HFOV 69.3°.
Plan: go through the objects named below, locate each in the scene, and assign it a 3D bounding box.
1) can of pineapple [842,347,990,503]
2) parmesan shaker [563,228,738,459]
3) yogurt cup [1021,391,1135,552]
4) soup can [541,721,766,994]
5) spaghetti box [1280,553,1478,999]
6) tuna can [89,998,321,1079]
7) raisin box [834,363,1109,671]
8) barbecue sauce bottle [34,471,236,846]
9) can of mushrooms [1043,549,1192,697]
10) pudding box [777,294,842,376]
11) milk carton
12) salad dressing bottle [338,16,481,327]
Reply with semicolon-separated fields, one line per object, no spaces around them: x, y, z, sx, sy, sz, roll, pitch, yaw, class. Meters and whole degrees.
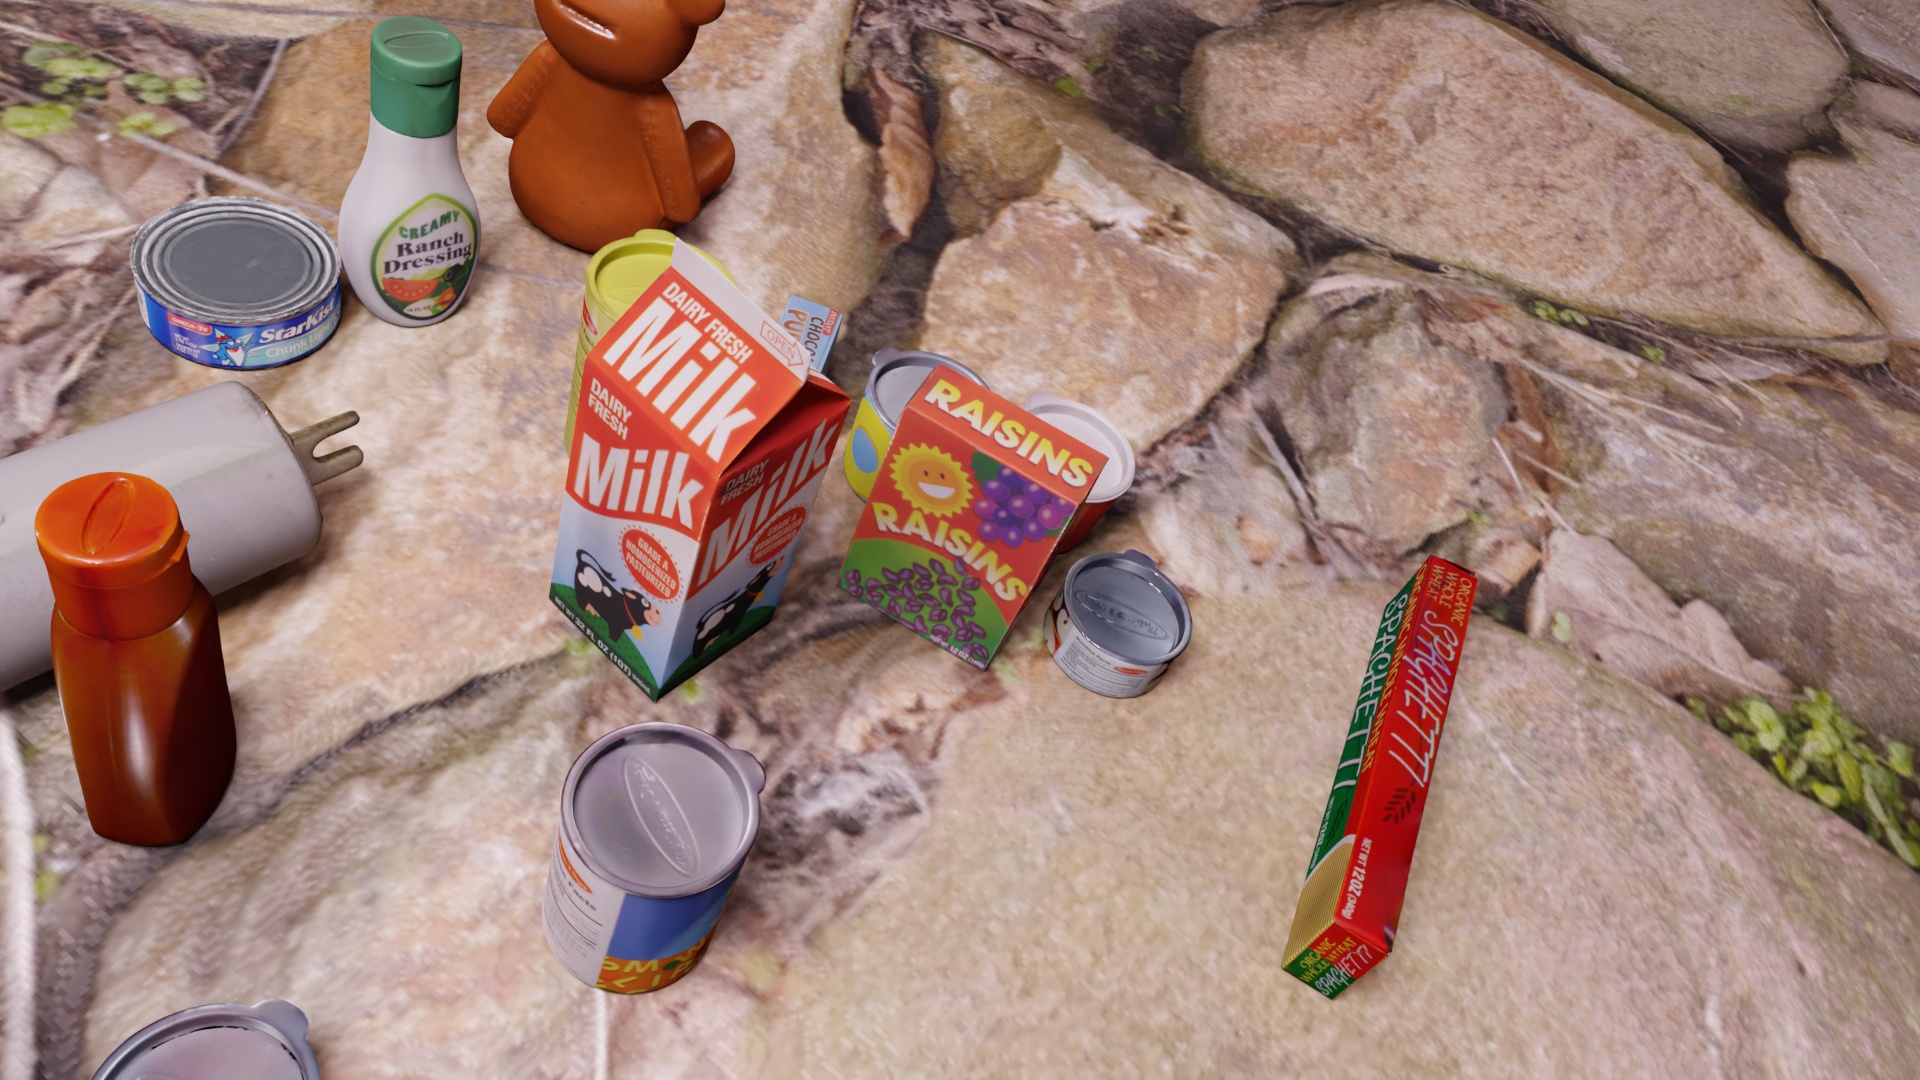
-0.022;-0.053;0.697;0.071;0.057;0.071;12;48;-13;can of pineapple
-0.144;-0.081;0.639;0.071;0.102;0.072;12;48;-13;parmesan shaker
0.048;-0.030;0.709;0.072;0.053;0.073;12;48;-13;yogurt cup
-0.110;0.114;0.497;0.071;0.083;0.072;12;48;-13;soup can
0.204;0.100;0.662;0.029;0.049;0.251;30;46;4;spaghetti box
-0.230;0.178;0.426;0.071;0.032;0.071;12;48;-13;tuna can
0.002;-0.008;0.622;0.086;0.122;0.040;31;46;5;raisin box
-0.267;0.039;0.452;0.044;0.147;0.065;10;48;-14;barbecue sauce bottle
0.076;0.039;0.674;0.071;0.033;0.071;12;48;-13;can of mushrooms
-0.086;-0.078;0.698;0.030;0.049;0.084;20;46;-6;pudding box
-0.104;-0.027;0.548;0.072;0.189;0.074;41;48;14;milk carton
-0.252;-0.166;0.638;0.064;0.146;0.044;-24;63;-36;salad dressing bottle
